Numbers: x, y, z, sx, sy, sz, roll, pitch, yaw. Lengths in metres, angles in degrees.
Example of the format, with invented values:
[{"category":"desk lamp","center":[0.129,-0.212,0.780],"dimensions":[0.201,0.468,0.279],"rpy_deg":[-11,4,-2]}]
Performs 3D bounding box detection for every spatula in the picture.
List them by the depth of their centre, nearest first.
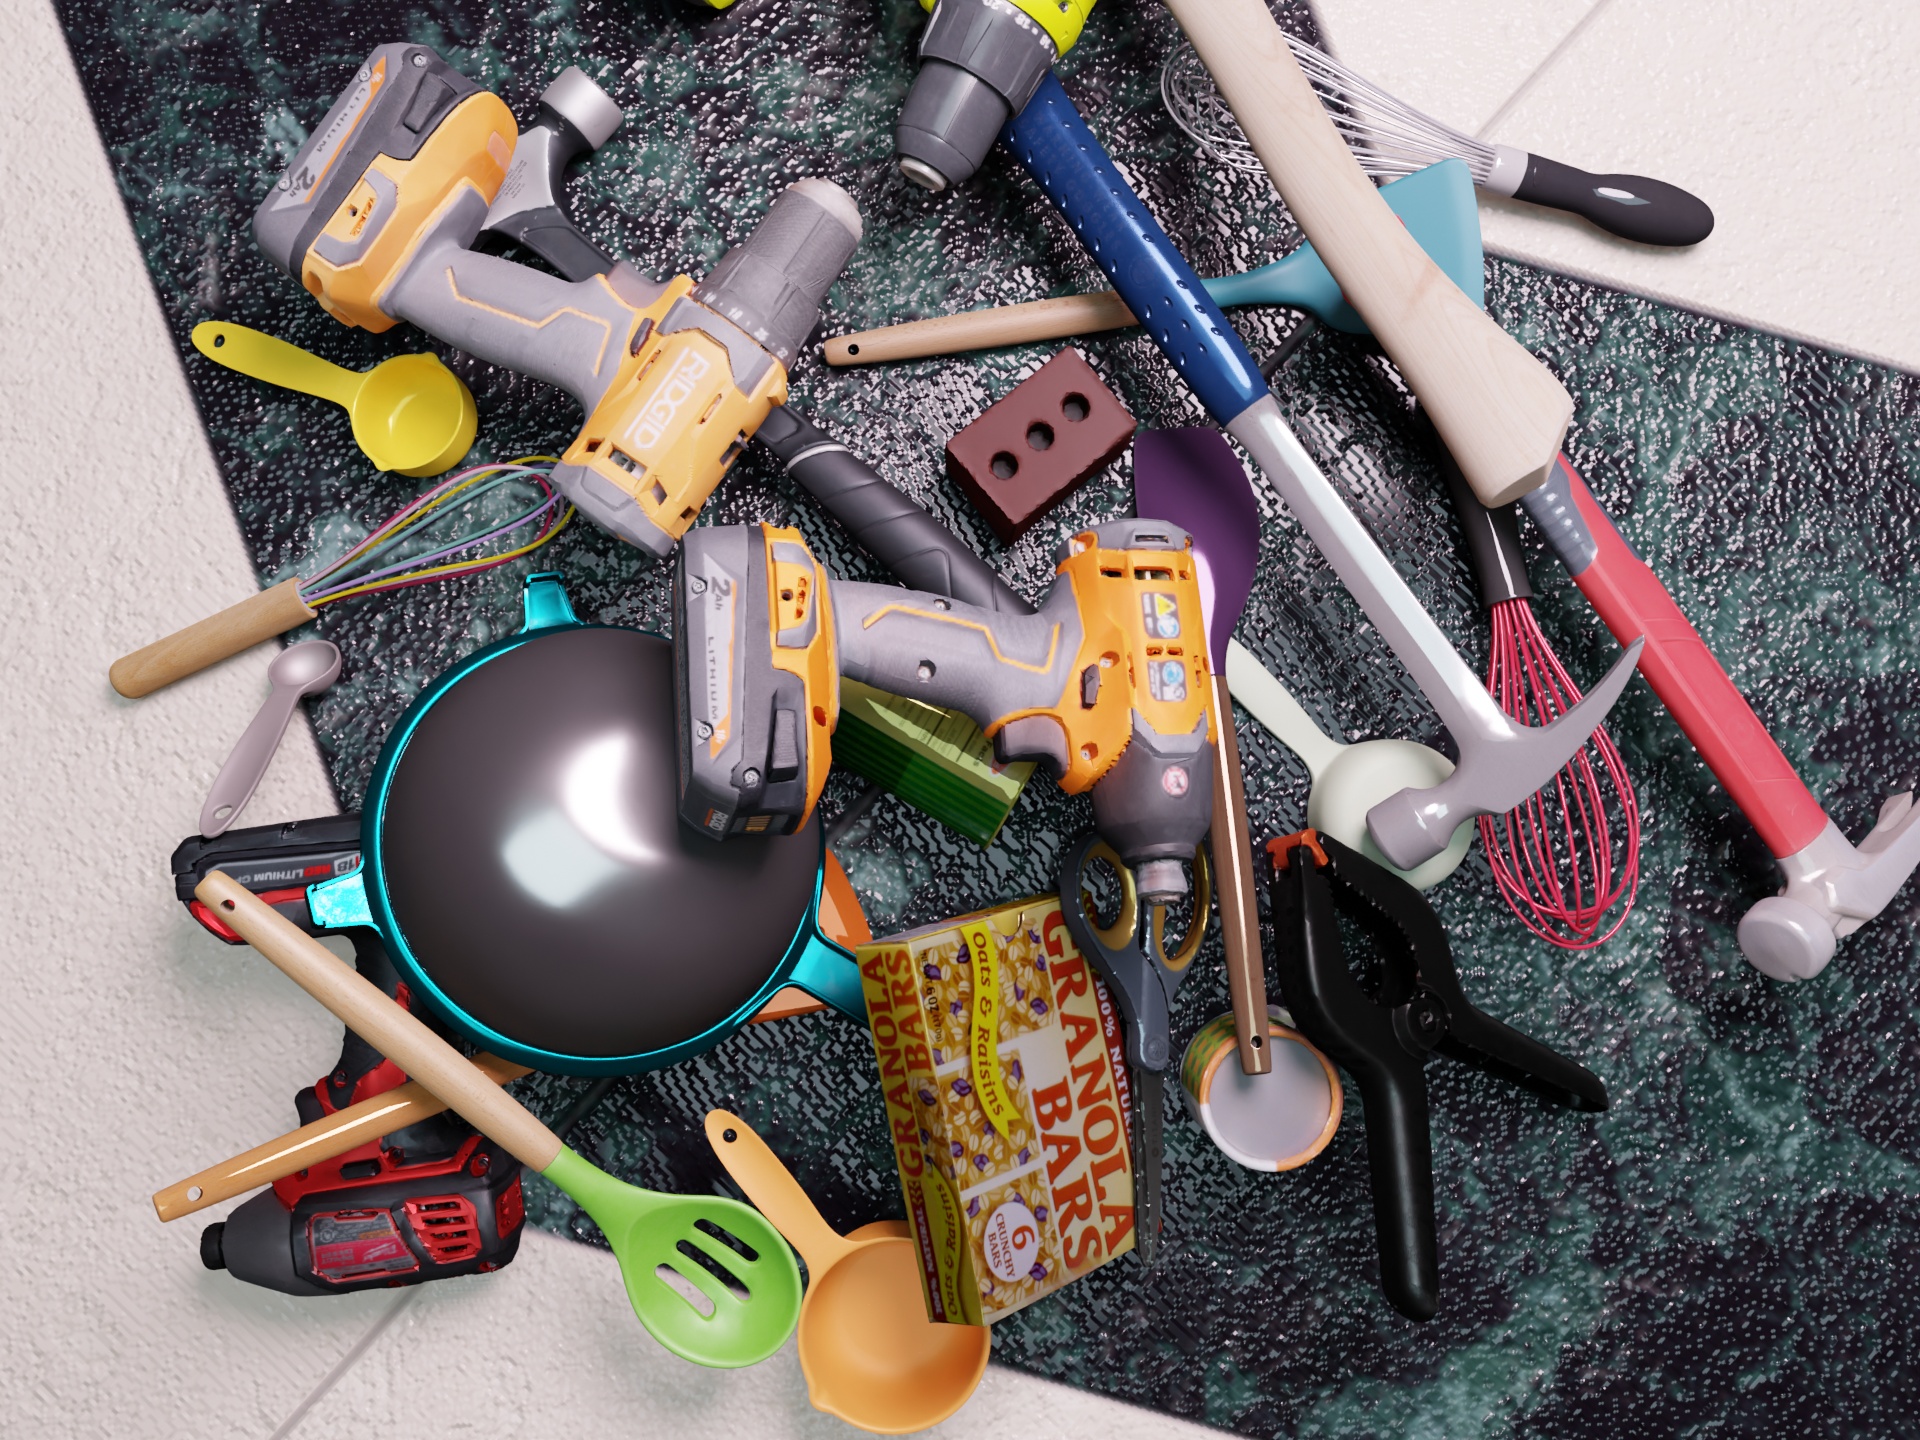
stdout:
[{"category":"spatula","center":[-0.185,0.145,0.707],"dimensions":[0.322,0.041,0.081],"rpy_deg":[-20,86,-32]},{"category":"spatula","center":[0.123,0.005,0.747],"dimensions":[0.060,0.018,0.316],"rpy_deg":[-3,74,-2]},{"category":"spatula","center":[0.090,-0.205,0.775],"dimensions":[0.317,0.044,0.082],"rpy_deg":[-9,103,0]}]

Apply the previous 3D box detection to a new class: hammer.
[{"category":"hammer","center":[0.133,-0.266,0.708],"dimensions":[0.146,0.038,0.411],"rpy_deg":[-31,73,14]},{"category":"hammer","center":[0.142,-0.136,0.724],"dimensions":[0.144,0.035,0.405],"rpy_deg":[-37,82,22]},{"category":"hammer","center":[0.311,-0.076,0.741],"dimensions":[0.143,0.038,0.386],"rpy_deg":[-34,88,-29]},{"category":"hammer","center":[-0.087,-0.133,0.756],"dimensions":[0.409,0.036,0.149],"rpy_deg":[41,89,7]}]

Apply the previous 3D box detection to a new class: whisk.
[{"category":"whisk","center":[0.266,-0.038,0.762],"dimensions":[0.073,0.073,0.296],"rpy_deg":[-9,80,-1]},{"category":"whisk","center":[-0.295,-0.066,0.764],"dimensions":[0.245,0.051,0.047],"rpy_deg":[-24,93,1]},{"category":"whisk","center":[0.235,-0.277,0.778],"dimensions":[0.284,0.070,0.070],"rpy_deg":[14,86,-4]}]

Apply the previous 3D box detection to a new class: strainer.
[{"category":"strainer","center":[-0.094,0.078,0.702],"dimensions":[0.340,0.095,0.211],"rpy_deg":[33,63,-10]}]

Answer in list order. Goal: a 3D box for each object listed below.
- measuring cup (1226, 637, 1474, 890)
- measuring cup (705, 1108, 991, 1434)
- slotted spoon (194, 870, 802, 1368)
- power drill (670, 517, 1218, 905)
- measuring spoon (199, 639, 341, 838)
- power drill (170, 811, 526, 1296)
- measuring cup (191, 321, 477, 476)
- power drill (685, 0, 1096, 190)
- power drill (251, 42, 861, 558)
[{"category":"measuring cup","center":[0.176,0.015,0.763],"dimensions":[0.167,0.038,0.083],"rpy_deg":[45,87,0]},{"category":"measuring cup","center":[-0.058,0.246,0.742],"dimensions":[0.095,0.052,0.173],"rpy_deg":[-41,86,-3]},{"category":"slotted spoon","center":[-0.192,0.168,0.673],"dimensions":[0.313,0.031,0.070],"rpy_deg":[43,85,-14]},{"category":"power drill","center":[-0.001,-0.002,0.657],"dimensions":[0.226,0.084,0.164],"rpy_deg":[-1,72,-15]},{"category":"measuring spoon","center":[-0.320,0.010,0.738],"dimensions":[0.034,0.018,0.124],"rpy_deg":[1,46,9]},{"category":"power drill","center":[-0.288,0.154,0.735],"dimensions":[0.143,0.078,0.220],"rpy_deg":[-8,90,-1]},{"category":"measuring cup","center":[-0.307,-0.164,0.783],"dimensions":[0.156,0.029,0.062],"rpy_deg":[22,86,13]},{"category":"power drill","center":[-0.040,-0.362,0.731],"dimensions":[0.229,0.080,0.190],"rpy_deg":[29,93,20]},{"category":"power drill","center":[-0.172,-0.207,0.715],"dimensions":[0.226,0.084,0.185],"rpy_deg":[35,89,3]}]
